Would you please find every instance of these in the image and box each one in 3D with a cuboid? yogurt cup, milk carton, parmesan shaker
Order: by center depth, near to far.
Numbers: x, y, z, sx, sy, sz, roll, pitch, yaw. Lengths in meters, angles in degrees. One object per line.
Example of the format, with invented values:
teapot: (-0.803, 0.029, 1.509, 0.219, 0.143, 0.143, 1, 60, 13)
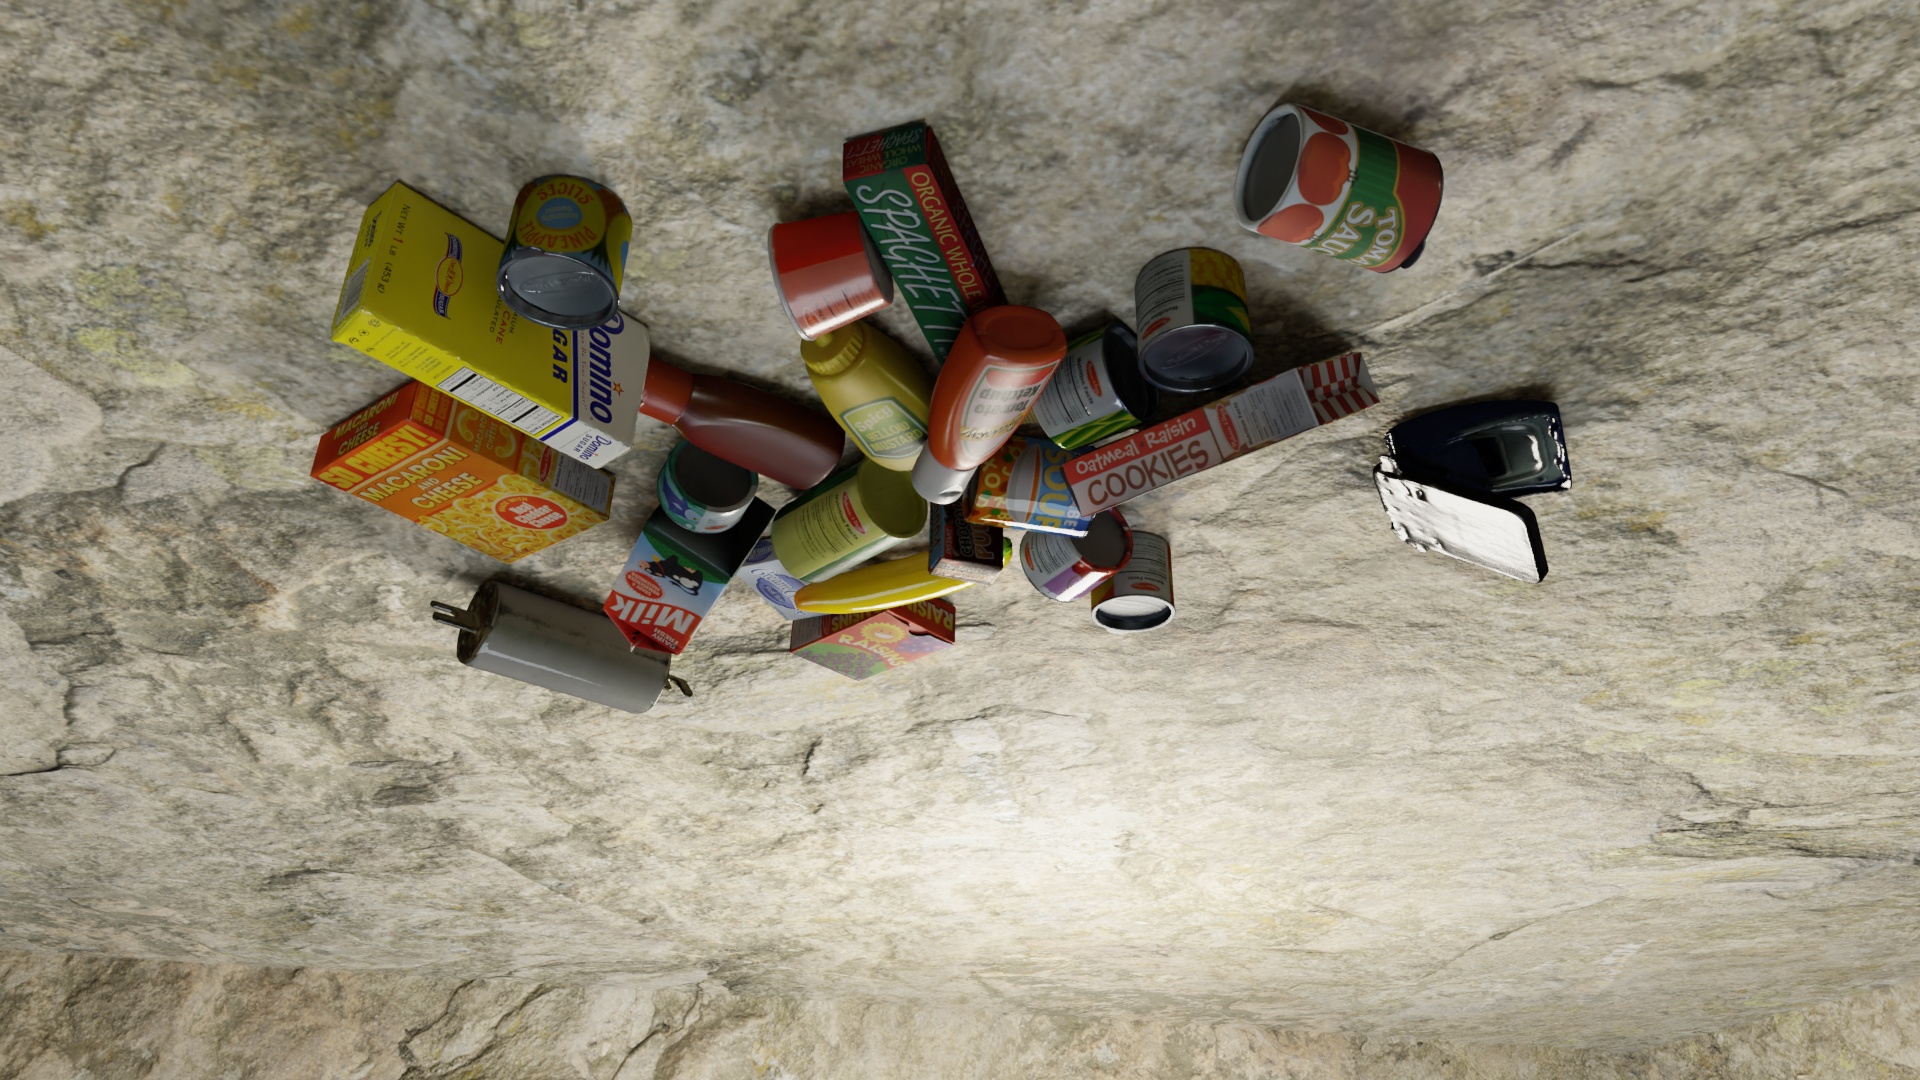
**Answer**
yogurt cup: (-0.071, -0.151, 0.778, 0.054, 0.073, 0.072, -15, 148, 11)
parmesan shaker: (-0.083, -0.018, 1.016, 0.071, 0.071, 0.102, 26, 143, -36)
milk carton: (-0.215, 0.024, 1.064, 0.073, 0.073, 0.189, 34, 144, -7)

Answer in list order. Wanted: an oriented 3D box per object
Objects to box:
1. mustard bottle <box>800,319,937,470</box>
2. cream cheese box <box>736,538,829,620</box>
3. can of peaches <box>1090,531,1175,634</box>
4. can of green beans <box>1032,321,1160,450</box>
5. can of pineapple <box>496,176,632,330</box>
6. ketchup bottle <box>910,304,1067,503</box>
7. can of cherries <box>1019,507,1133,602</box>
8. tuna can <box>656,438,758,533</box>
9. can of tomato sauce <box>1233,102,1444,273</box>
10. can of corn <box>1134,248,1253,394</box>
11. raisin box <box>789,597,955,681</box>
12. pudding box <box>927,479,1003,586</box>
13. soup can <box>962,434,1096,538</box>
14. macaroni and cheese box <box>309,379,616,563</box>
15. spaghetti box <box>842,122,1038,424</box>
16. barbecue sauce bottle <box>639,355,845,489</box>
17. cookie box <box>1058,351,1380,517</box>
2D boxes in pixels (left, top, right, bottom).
mustard bottle: (-0.060, -0.101, 0.880, 0.065, 0.049, 0.160, -18, 146, 21)
cream cheese box: (-0.142, 0.032, 1.145, 0.053, 0.024, 0.103, -11, 149, 18)
can of peaches: (0.135, 0.034, 1.103, 0.071, 0.058, 0.071, 1, 151, 0)
can of green beans: (0.083, -0.095, 0.867, 0.057, 0.071, 0.071, -20, 144, 33)
can of pineapple: (-0.219, -0.160, 0.772, 0.071, 0.058, 0.070, 1, 150, 1)
ketchup bottle: (0.009, -0.079, 0.848, 0.065, 0.044, 0.148, -8, 150, -28)
can of cherries: (0.089, 0.005, 1.048, 0.071, 0.072, 0.058, 17, 146, -25)
tuna can: (-0.178, -0.043, 0.975, 0.071, 0.071, 0.032, 14, 147, -21)
can of tomato sauce: (0.192, -0.178, 0.711, 0.083, 0.071, 0.071, 13, 148, -19)
can of corn: (0.138, -0.127, 0.815, 0.071, 0.058, 0.071, 1, 150, 1)
raisin box: (-0.076, 0.078, 1.210, 0.123, 0.040, 0.086, -24, 141, 36)
pudding box: (0.004, -0.013, 1.000, 0.050, 0.084, 0.030, 12, 146, -16)
soup can: (0.049, -0.039, 0.965, 0.084, 0.071, 0.071, 7, 150, -10)
macaroni and cheese box: (-0.355, -0.046, 0.999, 0.123, 0.040, 0.166, -20, 145, 33)
spaghetti box: (-0.003, -0.145, 0.821, 0.050, 0.029, 0.249, -9, 149, 15)
barbecue sauce bottle: (-0.154, -0.081, 0.926, 0.148, 0.044, 0.064, 22, 144, -31)
cookie box: (0.164, -0.068, 0.878, 0.167, 0.040, 0.123, -21, 179, 34)
